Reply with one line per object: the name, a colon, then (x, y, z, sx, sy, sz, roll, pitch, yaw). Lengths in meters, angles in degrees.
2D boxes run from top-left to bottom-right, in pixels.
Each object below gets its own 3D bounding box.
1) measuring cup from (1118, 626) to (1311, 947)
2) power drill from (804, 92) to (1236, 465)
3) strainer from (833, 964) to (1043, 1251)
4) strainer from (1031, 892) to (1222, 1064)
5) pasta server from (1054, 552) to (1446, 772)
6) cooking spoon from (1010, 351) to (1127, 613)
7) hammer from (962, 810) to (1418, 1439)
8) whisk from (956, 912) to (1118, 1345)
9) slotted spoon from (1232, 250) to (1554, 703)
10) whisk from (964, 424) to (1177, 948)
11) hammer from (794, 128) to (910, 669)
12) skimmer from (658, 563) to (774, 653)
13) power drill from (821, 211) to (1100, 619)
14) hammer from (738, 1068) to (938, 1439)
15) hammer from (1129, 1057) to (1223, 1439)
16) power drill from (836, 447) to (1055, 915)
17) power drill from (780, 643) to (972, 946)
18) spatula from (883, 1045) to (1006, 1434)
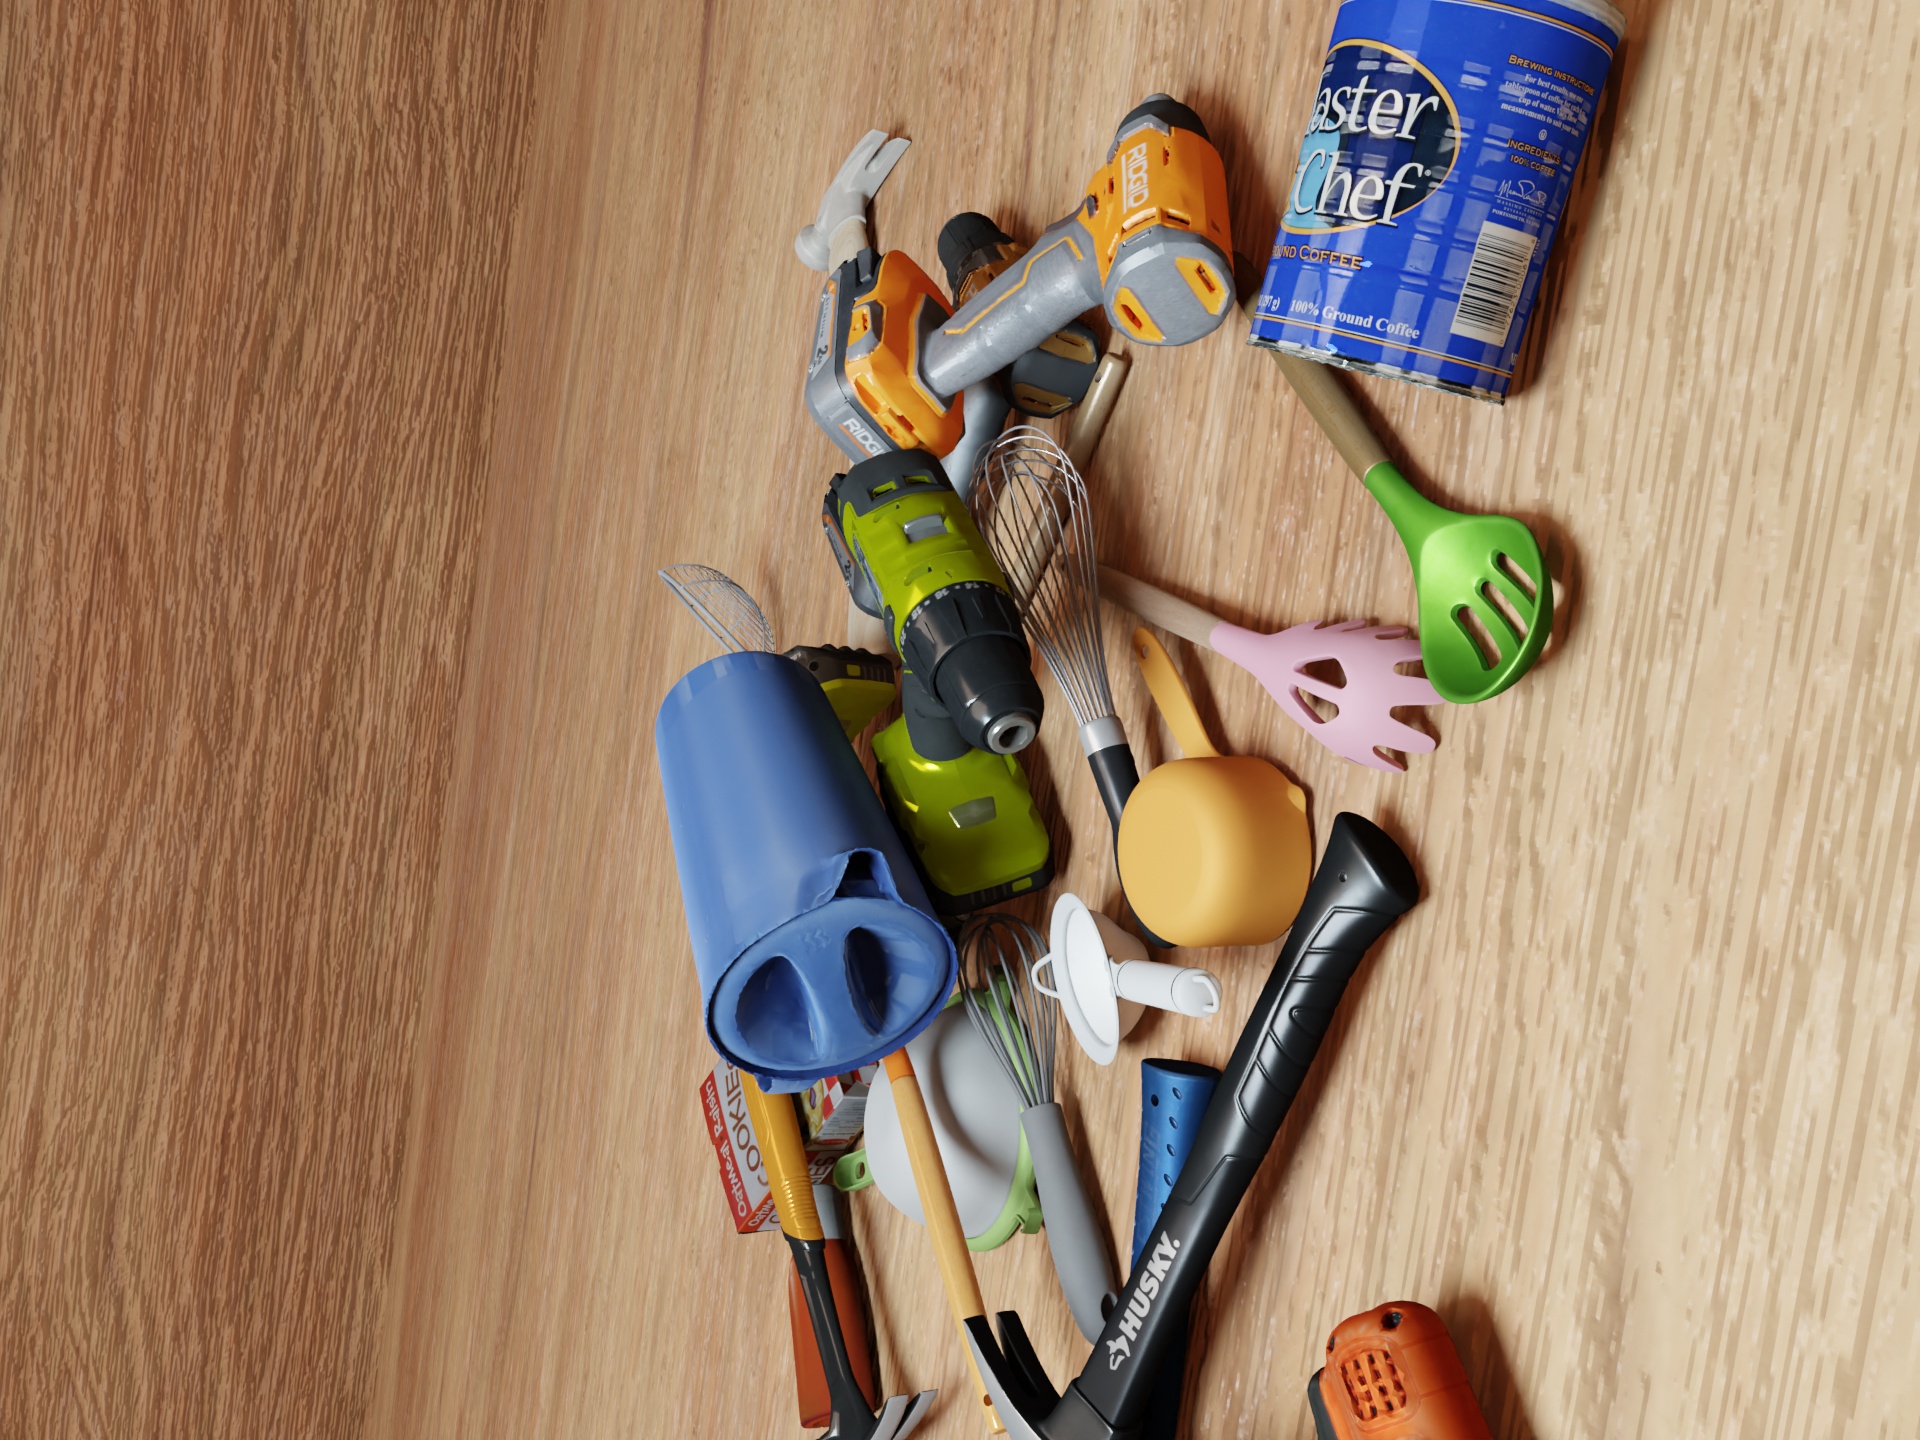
measuring cup: (0.097, 0.025, 0.742, 0.095, 0.052, 0.174, -55, 47, 44)
power drill: (0.034, -0.232, 0.825, 0.226, 0.084, 0.164, -21, 46, 29)
strainer: (-0.041, 0.254, 0.968, 0.256, 0.069, 0.152, -42, 48, 51)
strainer: (0.080, 0.120, 0.729, 0.258, 0.050, 0.087, 142, 117, -80)
pasta server: (0.120, -0.045, 0.768, 0.316, 0.040, 0.060, -142, 62, -64)
cooking spoon: (0.033, -0.073, 0.952, 0.069, 0.017, 0.318, 58, 135, 45)
hammer: (0.105, 0.193, 0.681, 0.146, 0.035, 0.334, 35, 108, 45)
whisk: (0.044, 0.209, 0.843, 0.055, 0.055, 0.239, -51, 45, 47)
slotted spoon: (0.171, -0.121, 0.681, 0.070, 0.031, 0.314, -62, 32, 36)
whisk: (0.063, -0.022, 0.807, 0.070, 0.070, 0.285, -40, 63, 54)
hammer: (-0.068, -0.234, 1.169, 0.146, 0.038, 0.411, -38, 52, 53)
skimmer: (-0.193, 0.044, 1.294, 0.127, 0.090, 0.363, 73, -168, -73)
power drill: (-0.008, -0.194, 0.995, 0.226, 0.084, 0.186, -60, 35, 31)
hammer: (-0.105, 0.308, 1.029, 0.127, 0.034, 0.337, -54, 44, 36)
hammer: (0.080, 0.362, 0.743, 0.144, 0.035, 0.405, 3, 87, 63)
power drill: (-0.001, -0.003, 0.829, 0.228, 0.080, 0.191, 84, 166, -47)
power drill: (-0.078, 0.070, 1.039, 0.171, 0.080, 0.223, -30, 67, 37)
spatula: (-0.020, 0.220, 0.865, 0.081, 0.041, 0.323, -29, 55, 13)
